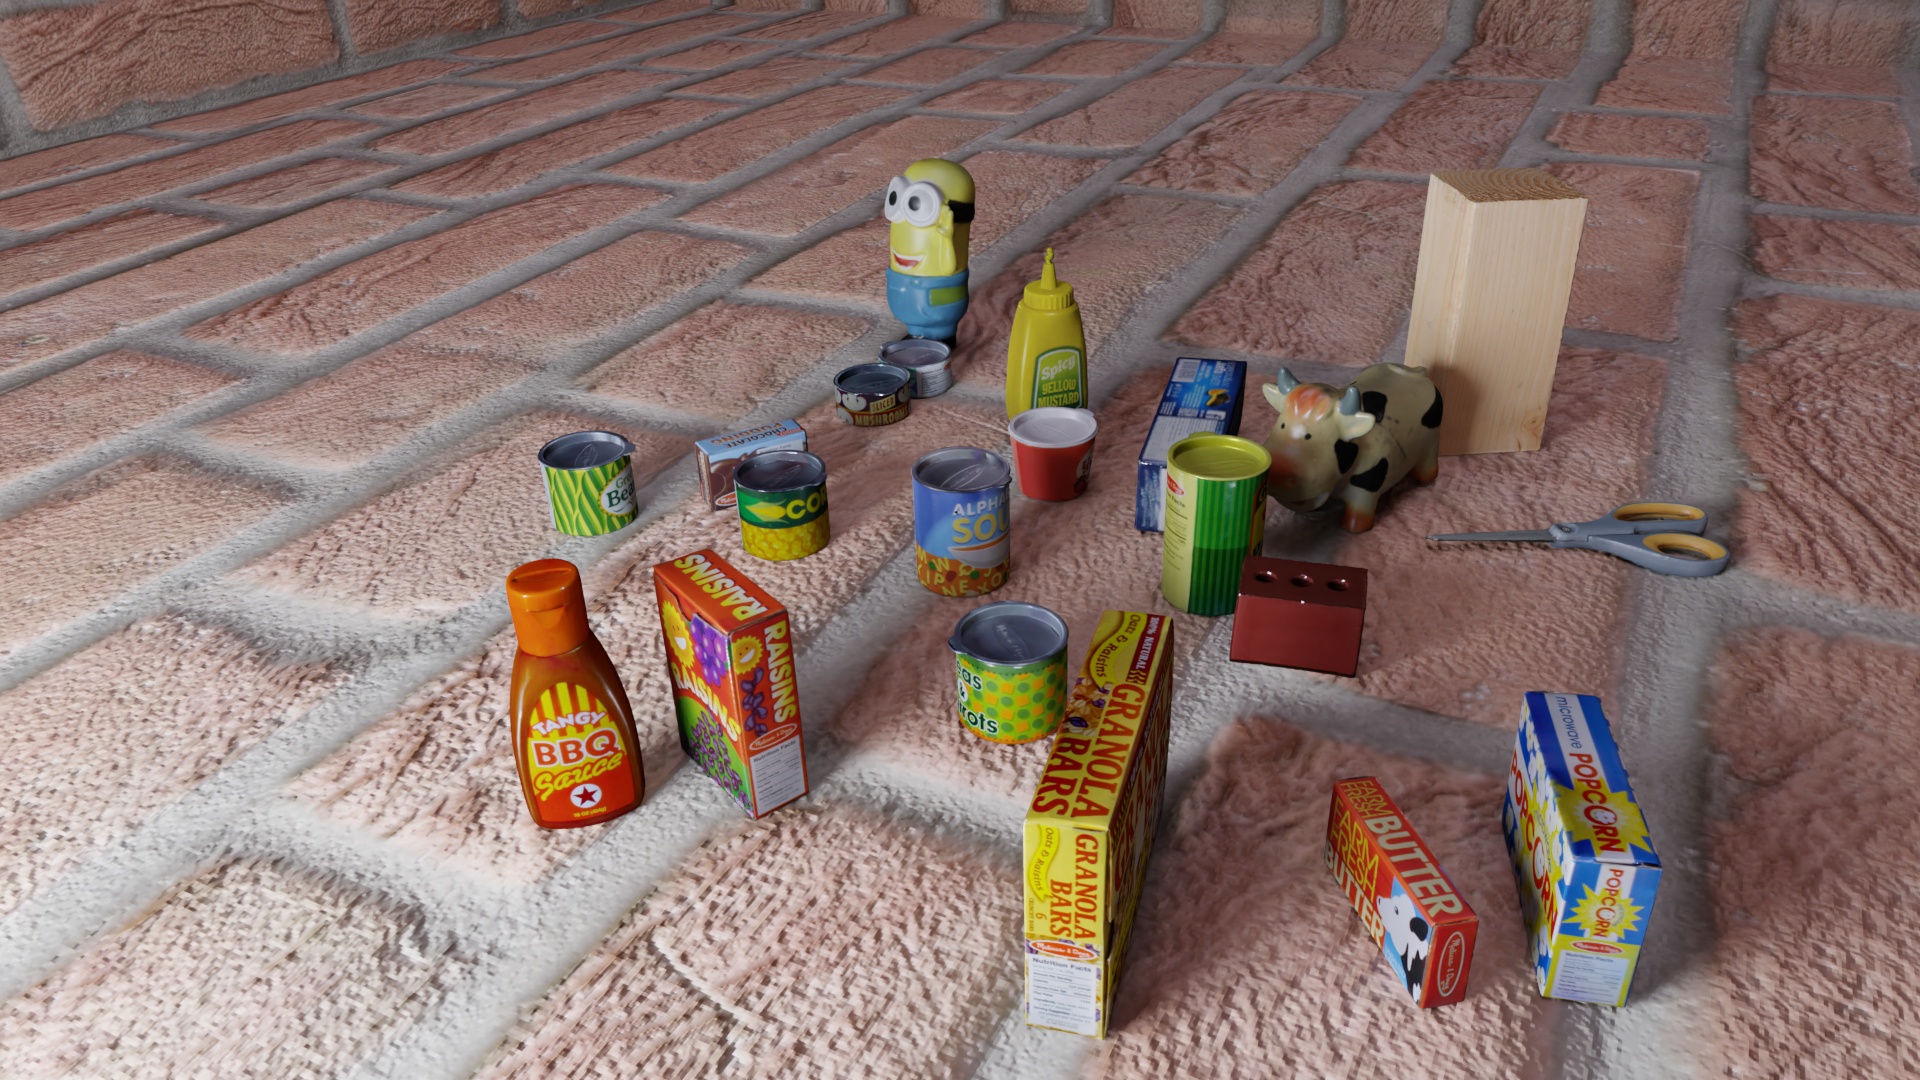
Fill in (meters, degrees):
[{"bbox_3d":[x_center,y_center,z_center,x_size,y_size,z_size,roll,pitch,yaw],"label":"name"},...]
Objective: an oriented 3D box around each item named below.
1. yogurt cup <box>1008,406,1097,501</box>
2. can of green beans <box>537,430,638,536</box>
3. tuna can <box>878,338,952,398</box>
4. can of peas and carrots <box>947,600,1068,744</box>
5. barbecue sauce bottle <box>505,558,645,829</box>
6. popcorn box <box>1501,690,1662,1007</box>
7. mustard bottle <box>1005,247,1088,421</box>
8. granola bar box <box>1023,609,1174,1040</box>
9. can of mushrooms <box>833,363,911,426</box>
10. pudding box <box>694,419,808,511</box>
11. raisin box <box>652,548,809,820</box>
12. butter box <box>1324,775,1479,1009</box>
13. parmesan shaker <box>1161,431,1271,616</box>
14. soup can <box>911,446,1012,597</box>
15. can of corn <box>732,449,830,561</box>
[{"bbox_3d":[0.071,-0.065,1.067,0.072,0.053,0.073,-1,29,1],"label":"yogurt cup"},{"bbox_3d":[-0.279,-0.043,1.044,0.071,0.057,0.071,-1,29,1],"label":"can of green beans"},{"bbox_3d":[-0.042,-0.156,1.254,0.071,0.032,0.071,-1,30,1],"label":"tuna can"},{"bbox_3d":[0.028,0.078,0.813,0.071,0.058,0.071,-1,29,1],"label":"can of peas and carrots"},{"bbox_3d":[-0.207,0.081,0.730,0.065,0.147,0.044,-10,30,-14],"label":"barbecue sauce bottle"},{"bbox_3d":[0.290,0.142,0.658,0.038,0.084,0.127,4,30,10],"label":"popcorn box"},{"bbox_3d":[0.070,-0.157,1.122,0.065,0.159,0.049,-13,31,-18],"label":"mustard bottle"},{"bbox_3d":[0.068,0.128,0.656,0.039,0.123,0.166,7,31,15],"label":"granola bar box"},{"bbox_3d":[-0.075,-0.126,1.202,0.071,0.033,0.071,-1,30,1],"label":"can of mushrooms"},{"bbox_3d":[-0.160,-0.059,1.074,0.084,0.049,0.030,-17,33,-25],"label":"pudding box"},{"bbox_3d":[-0.126,0.077,0.758,0.040,0.122,0.086,-22,35,-31],"label":"raisin box"},{"bbox_3d":[0.206,0.163,0.657,0.024,0.052,0.104,-7,30,-9],"label":"butter box"},{"bbox_3d":[0.167,-0.011,0.917,0.071,0.102,0.071,-1,29,1],"label":"parmesan shaker"},{"bbox_3d":[0.003,-0.012,0.947,0.071,0.083,0.072,-1,29,1],"label":"soup can"},{"bbox_3d":[-0.126,-0.025,1.003,0.071,0.058,0.071,-1,29,1],"label":"can of corn"}]
